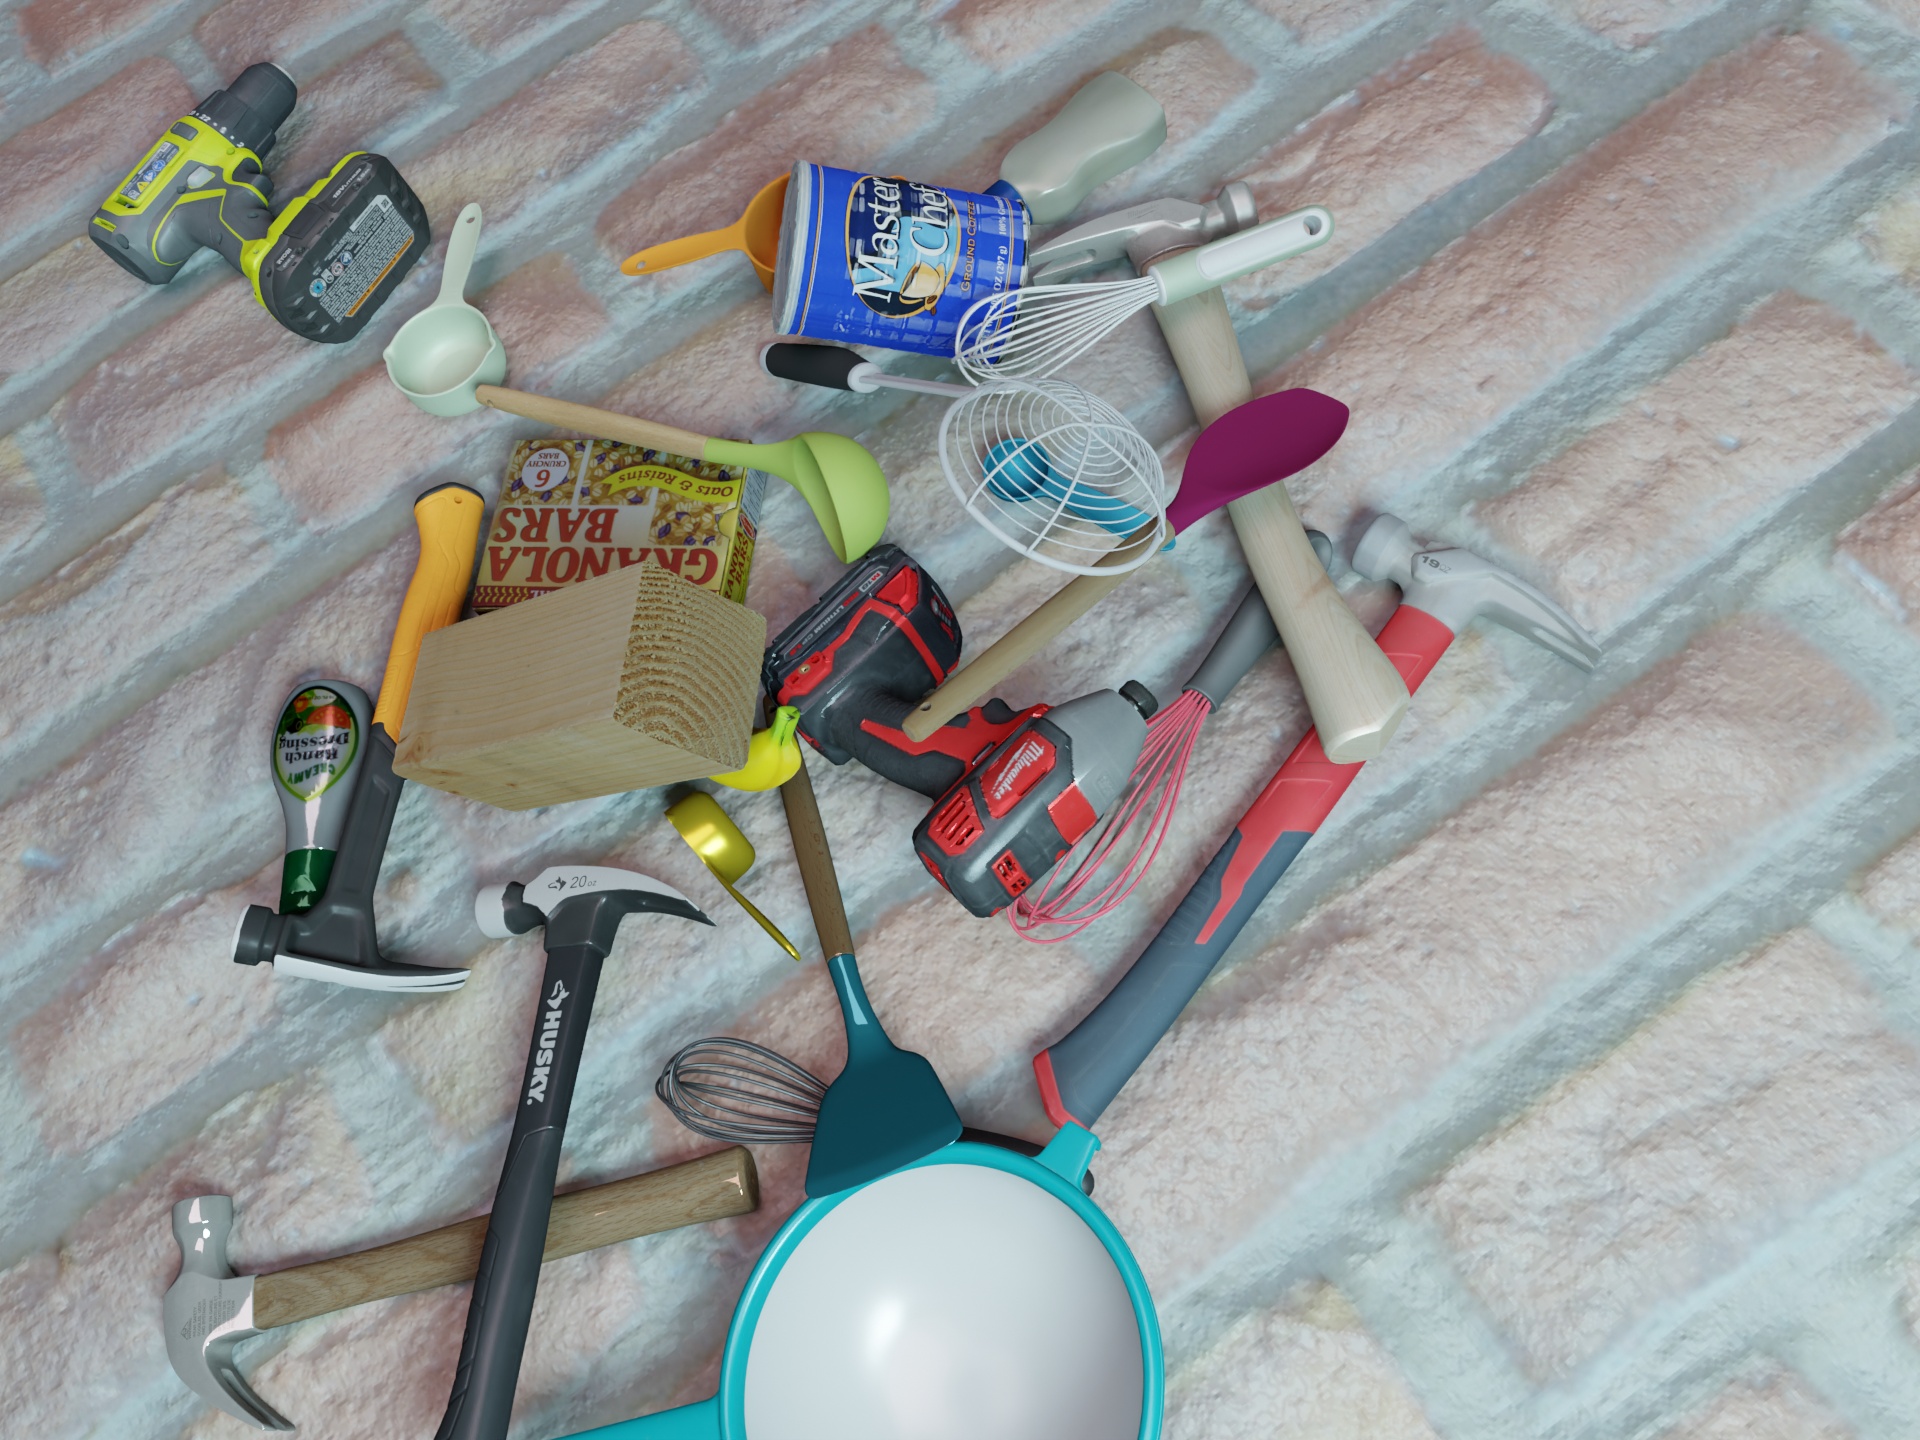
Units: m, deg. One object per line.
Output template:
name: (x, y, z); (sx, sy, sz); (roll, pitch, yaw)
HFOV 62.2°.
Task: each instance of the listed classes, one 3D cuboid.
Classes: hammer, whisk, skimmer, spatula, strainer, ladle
hammer: (-0.332, -0.001, 0.968); (0.127, 0.034, 0.337); (14, 59, -18)
hammer: (0.152, -0.152, 0.915); (0.146, 0.038, 0.411); (-16, 57, 4)
whisk: (0.120, 0.002, 0.874); (0.073, 0.073, 0.296); (32, 71, 22)
hammer: (-0.217, 0.229, 0.821); (0.146, 0.035, 0.335); (-9, 56, 20)
whisk: (0.108, -0.253, 0.936); (0.246, 0.059, 0.058); (-22, 96, -6)
skimmer: (-0.024, -0.162, 0.916); (0.127, 0.090, 0.364); (-11, 21, -32)
spatula: (-0.072, 0.102, 0.856); (0.082, 0.044, 0.318); (-24, 54, 6)
hammer: (-0.268, 0.287, 0.850); (0.331, 0.031, 0.130); (-15, 65, 5)
strainer: (-0.058, 0.332, 0.757); (0.340, 0.095, 0.211); (-19, 57, 13)
hammer: (0.179, 0.068, 0.845); (0.143, 0.038, 0.386); (34, 78, 21)
whisk: (-0.047, 0.212, 0.830); (0.239, 0.055, 0.055); (12, 70, 11)
ladle: (-0.180, -0.163, 0.967); (0.320, 0.078, 0.062); (17, 51, 25)

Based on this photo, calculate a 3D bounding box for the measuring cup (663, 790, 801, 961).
measuring cup: (-0.115, 0.084, 0.865); (0.029, 0.062, 0.157); (-41, 38, -11)

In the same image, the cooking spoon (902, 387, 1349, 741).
cooking spoon: (0.090, -0.087, 0.836); (0.319, 0.017, 0.069); (-39, 50, -21)

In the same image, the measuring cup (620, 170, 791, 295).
measuring cup: (-0.138, -0.309, 1.066); (0.173, 0.052, 0.095); (-11, 66, 9)

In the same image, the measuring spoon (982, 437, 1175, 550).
measuring spoon: (0.072, -0.131, 0.968); (0.129, 0.021, 0.042); (28, 75, 12)

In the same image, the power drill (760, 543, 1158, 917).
power drill: (-0.001, -0.003, 0.852); (0.143, 0.078, 0.220); (-43, 45, -8)

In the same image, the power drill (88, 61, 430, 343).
power drill: (-0.503, -0.383, 1.161); (0.229, 0.080, 0.190); (27, 76, 24)

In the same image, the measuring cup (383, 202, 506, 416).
measuring cup: (-0.347, -0.285, 1.108); (0.083, 0.038, 0.168); (-2, 65, 11)

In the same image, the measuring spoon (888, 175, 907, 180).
measuring spoon: (-0.039, -0.318, 1.073); (0.021, 0.011, 0.117); (-9, 69, 8)
